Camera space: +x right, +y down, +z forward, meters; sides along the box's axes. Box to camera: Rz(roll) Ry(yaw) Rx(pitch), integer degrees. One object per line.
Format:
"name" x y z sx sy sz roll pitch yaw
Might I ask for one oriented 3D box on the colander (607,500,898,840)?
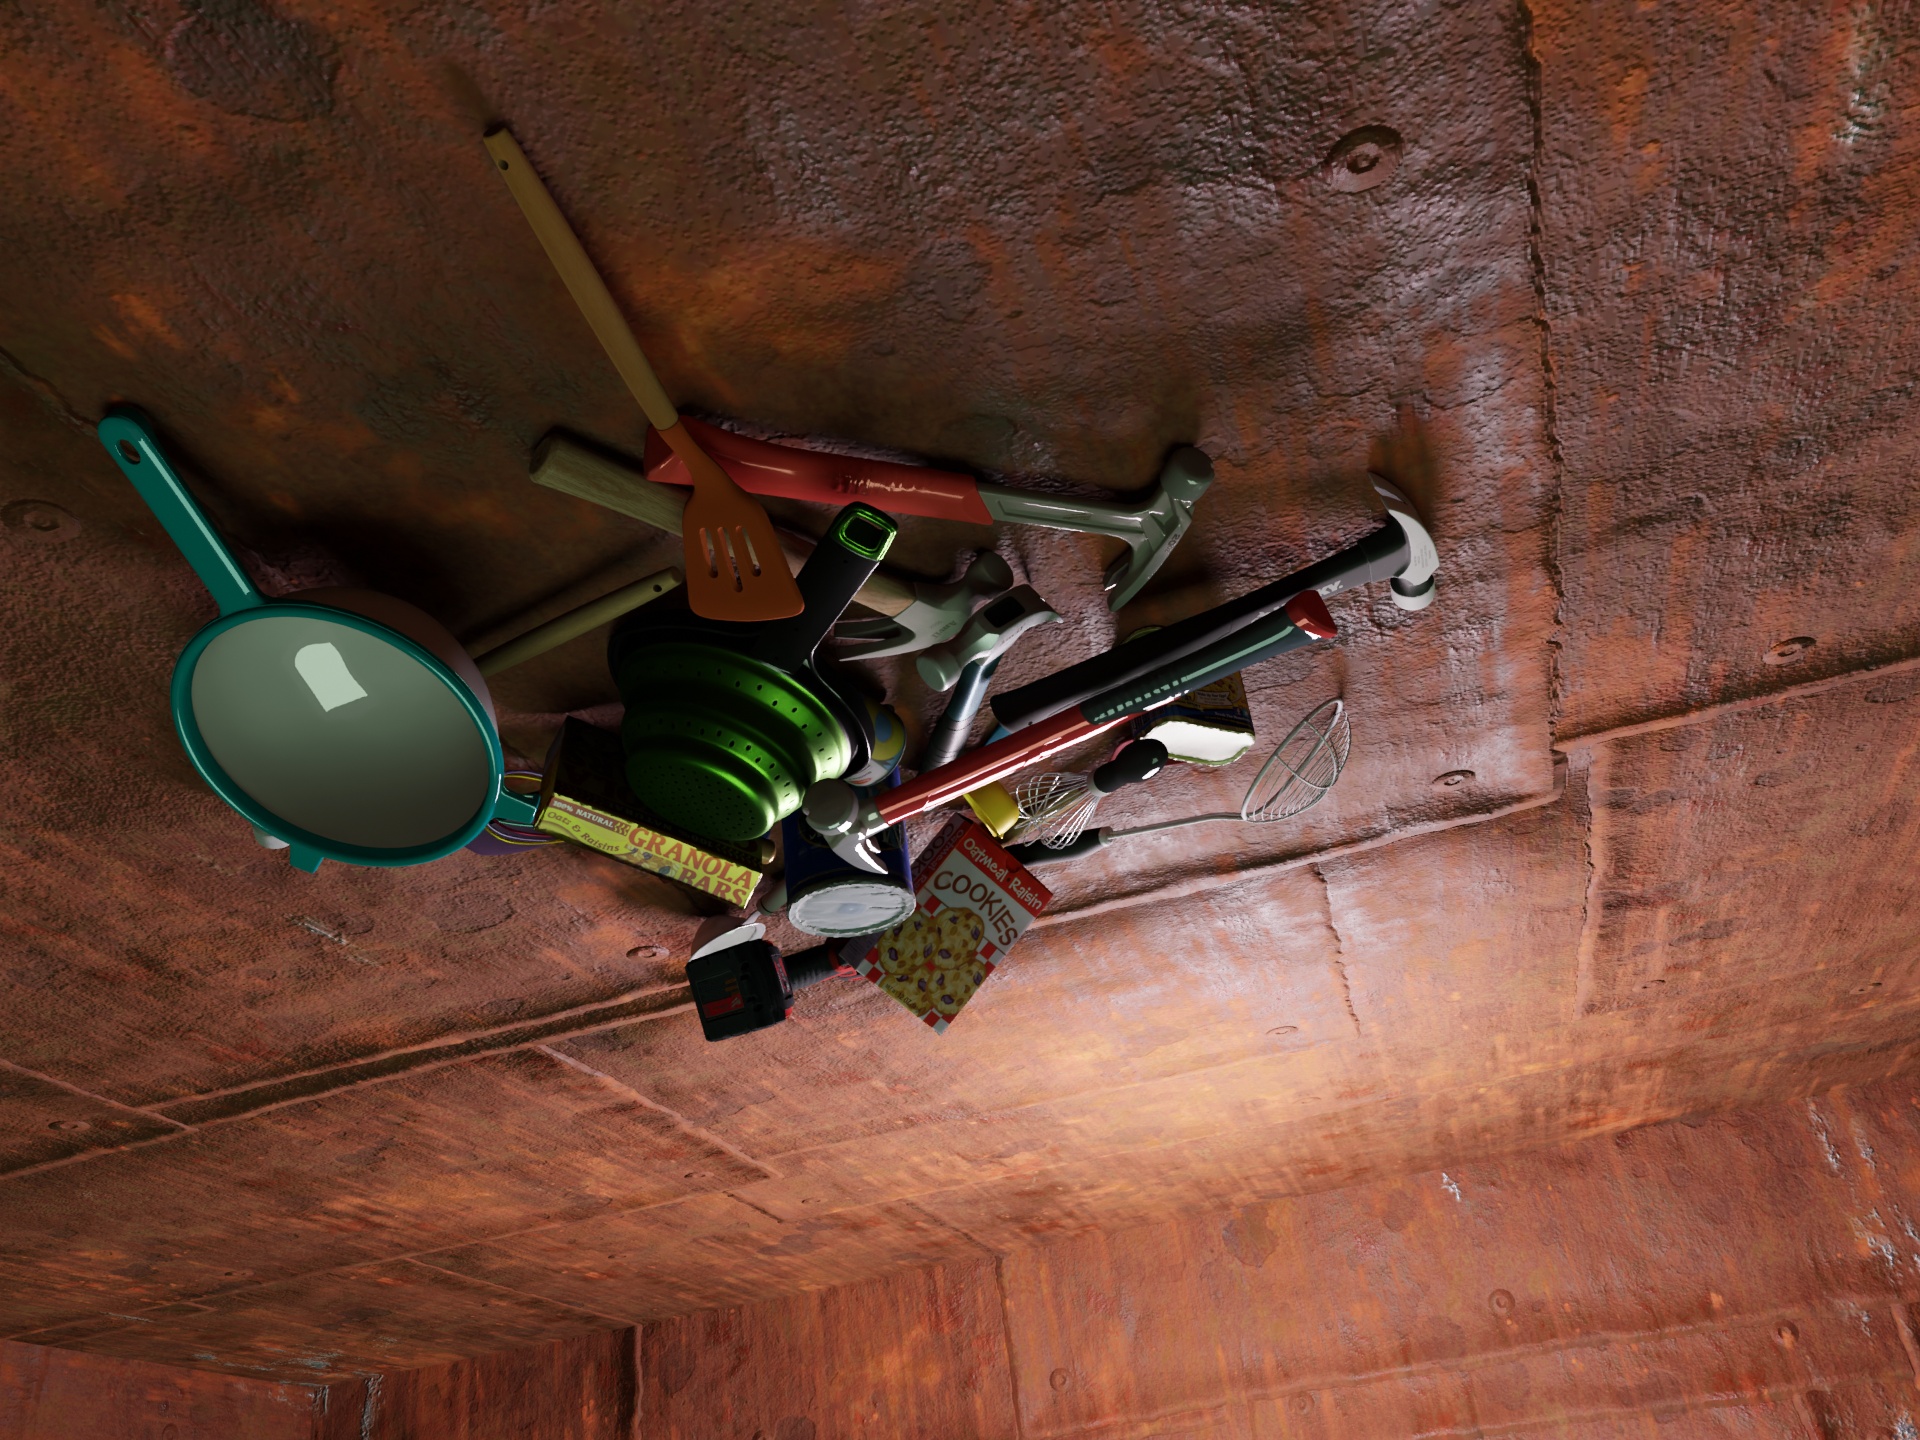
"colander" -0.138 -0.013 1.059 0.204 0.095 0.397 27 147 -12

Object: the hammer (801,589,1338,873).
"hammer" 0.084 0.008 1.135 0.386 0.038 0.143 -24 157 5

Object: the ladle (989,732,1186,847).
"ladle" 0.093 0.073 1.417 0.069 0.031 0.315 21 141 -34

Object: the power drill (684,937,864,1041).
"power drill" -0.122 0.225 1.497 0.226 0.080 0.188 -12 172 -41

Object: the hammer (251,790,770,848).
"hammer" -0.353 0.064 1.263 0.405 0.035 0.144 4 146 -13

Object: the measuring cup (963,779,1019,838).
"measuring cup" 0.029 0.075 1.356 0.029 0.062 0.156 -40 168 -4

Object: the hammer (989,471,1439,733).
"hammer" 0.178 -0.069 1.140 0.335 0.035 0.146 -23 148 6

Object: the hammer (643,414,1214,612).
"hammer" -0.024 -0.140 1.021 0.359 0.037 0.149 5 147 -21

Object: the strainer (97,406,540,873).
"strainer" -0.411 -0.060 1.002 0.211 0.095 0.340 -13 124 17

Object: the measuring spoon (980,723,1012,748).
"measuring spoon" 0.029 0.029 1.329 0.042 0.021 0.128 7 148 -24

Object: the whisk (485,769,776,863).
"whisk" -0.258 0.087 1.240 0.244 0.047 0.051 14 131 -29

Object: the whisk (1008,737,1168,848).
"whisk" 0.101 0.054 1.266 0.070 0.070 0.284 2 166 -16

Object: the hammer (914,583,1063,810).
"hammer" -0.002 -0.004 1.215 0.128 0.033 0.330 -37 167 -24

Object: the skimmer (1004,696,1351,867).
"skimmer" 0.175 0.063 1.408 0.363 0.090 0.127 -15 179 33

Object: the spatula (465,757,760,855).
"spatula" -0.280 0.067 1.326 0.316 0.018 0.059 -18 149 18

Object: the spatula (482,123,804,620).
"spatula" -0.174 -0.176 0.870 0.081 0.041 0.322 1 142 24

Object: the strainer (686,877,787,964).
"strainer" -0.189 0.178 1.516 0.258 0.050 0.086 -39 160 33

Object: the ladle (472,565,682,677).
"ladle" -0.318 -0.035 1.087 0.320 0.062 0.078 -21 125 27

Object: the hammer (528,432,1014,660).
"hammer" -0.128 -0.113 1.047 0.331 0.031 0.130 19 140 -37
